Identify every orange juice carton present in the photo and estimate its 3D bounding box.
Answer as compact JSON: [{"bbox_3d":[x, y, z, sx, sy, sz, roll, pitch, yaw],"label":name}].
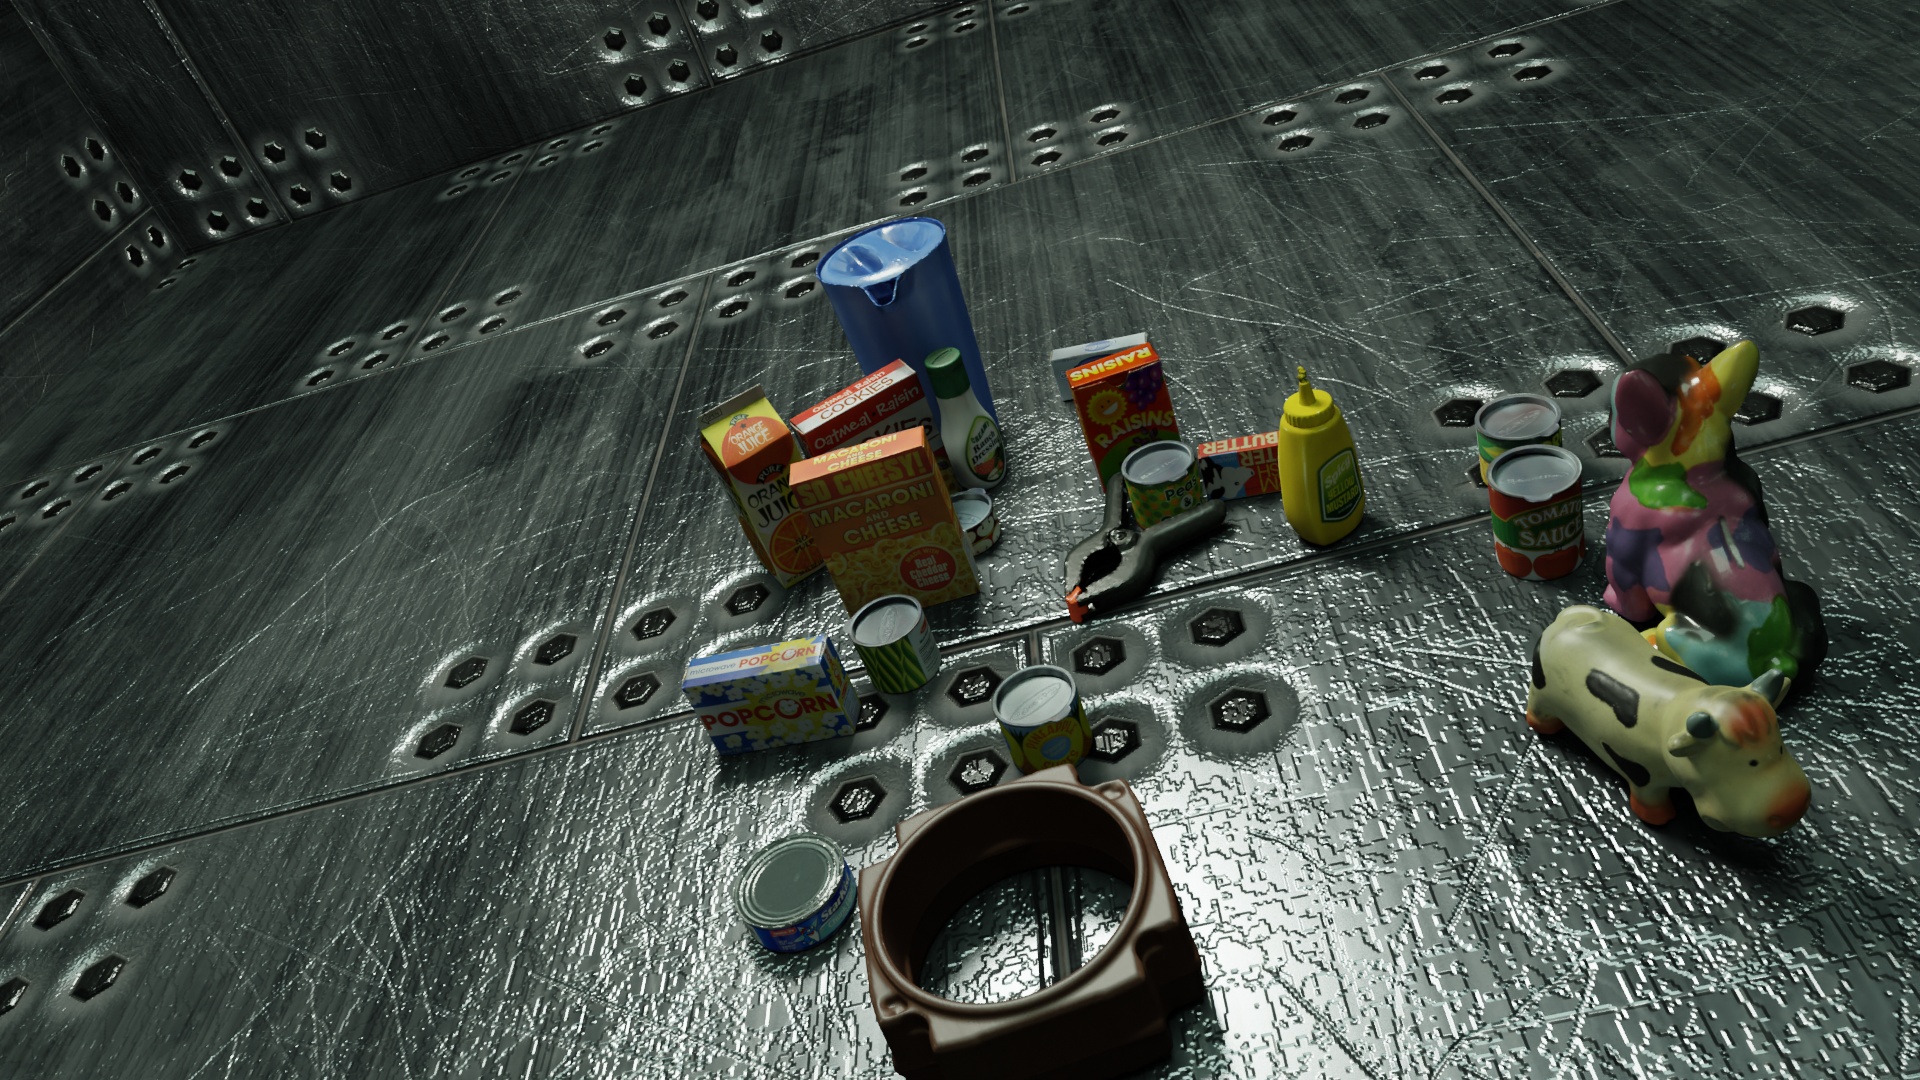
[{"bbox_3d":[-0.187,-0.056,1.341,0.072,0.191,0.073,-32,35,-15],"label":"orange juice carton"}]

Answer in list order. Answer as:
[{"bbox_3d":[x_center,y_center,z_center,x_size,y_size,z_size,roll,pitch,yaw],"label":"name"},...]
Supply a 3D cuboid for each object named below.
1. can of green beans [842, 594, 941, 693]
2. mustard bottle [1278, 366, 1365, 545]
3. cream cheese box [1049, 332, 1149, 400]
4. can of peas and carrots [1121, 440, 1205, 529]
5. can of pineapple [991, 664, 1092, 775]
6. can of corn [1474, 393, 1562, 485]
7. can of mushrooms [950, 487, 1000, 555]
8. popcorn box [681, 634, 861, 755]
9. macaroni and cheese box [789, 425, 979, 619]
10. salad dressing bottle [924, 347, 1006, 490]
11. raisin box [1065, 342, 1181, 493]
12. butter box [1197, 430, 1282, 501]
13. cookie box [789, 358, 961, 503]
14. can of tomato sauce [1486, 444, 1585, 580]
[{"bbox_3d":[-0.056,0.089,1.192,0.071,0.057,0.071,-14,35,10],"label":"can of green beans"},{"bbox_3d":[0.292,-0.072,1.142,0.065,0.159,0.049,-34,36,-18],"label":"mustard bottle"},{"bbox_3d":[0.151,-0.182,1.462,0.104,0.053,0.024,-9,36,17],"label":"cream cheese box"},{"bbox_3d":[0.186,-0.047,1.253,0.071,0.058,0.071,-14,35,10],"label":"can of peas and carrots"},{"bbox_3d":[0.064,0.139,1.060,0.071,0.057,0.071,-14,35,10],"label":"can of pineapple"},{"bbox_3d":[0.466,-0.079,1.151,0.071,0.058,0.071,-14,35,10],"label":"can of corn"},{"bbox_3d":[0.005,-0.017,1.327,0.071,0.033,0.071,-14,35,10],"label":"can of mushrooms"},{"bbox_3d":[-0.158,0.130,1.163,0.126,0.085,0.038,-11,35,14],"label":"popcorn box"},{"bbox_3d":[-0.066,-0.011,1.238,0.124,0.165,0.040,-16,34,7],"label":"macaroni and cheese box"},{"bbox_3d":[0.003,-0.119,1.368,0.044,0.147,0.064,15,48,41],"label":"salad dressing bottle"},{"bbox_3d":[0.156,-0.114,1.303,0.086,0.123,0.040,-19,34,3],"label":"raisin box"},{"bbox_3d":[0.268,-0.068,1.244,0.103,0.053,0.024,-10,36,16],"label":"butter box"},{"bbox_3d":[-0.076,-0.071,1.325,0.123,0.166,0.040,-31,35,-15],"label":"cookie box"},{"bbox_3d":[0.441,-0.020,1.061,0.071,0.082,0.071,-14,35,10],"label":"can of tomato sauce"}]
